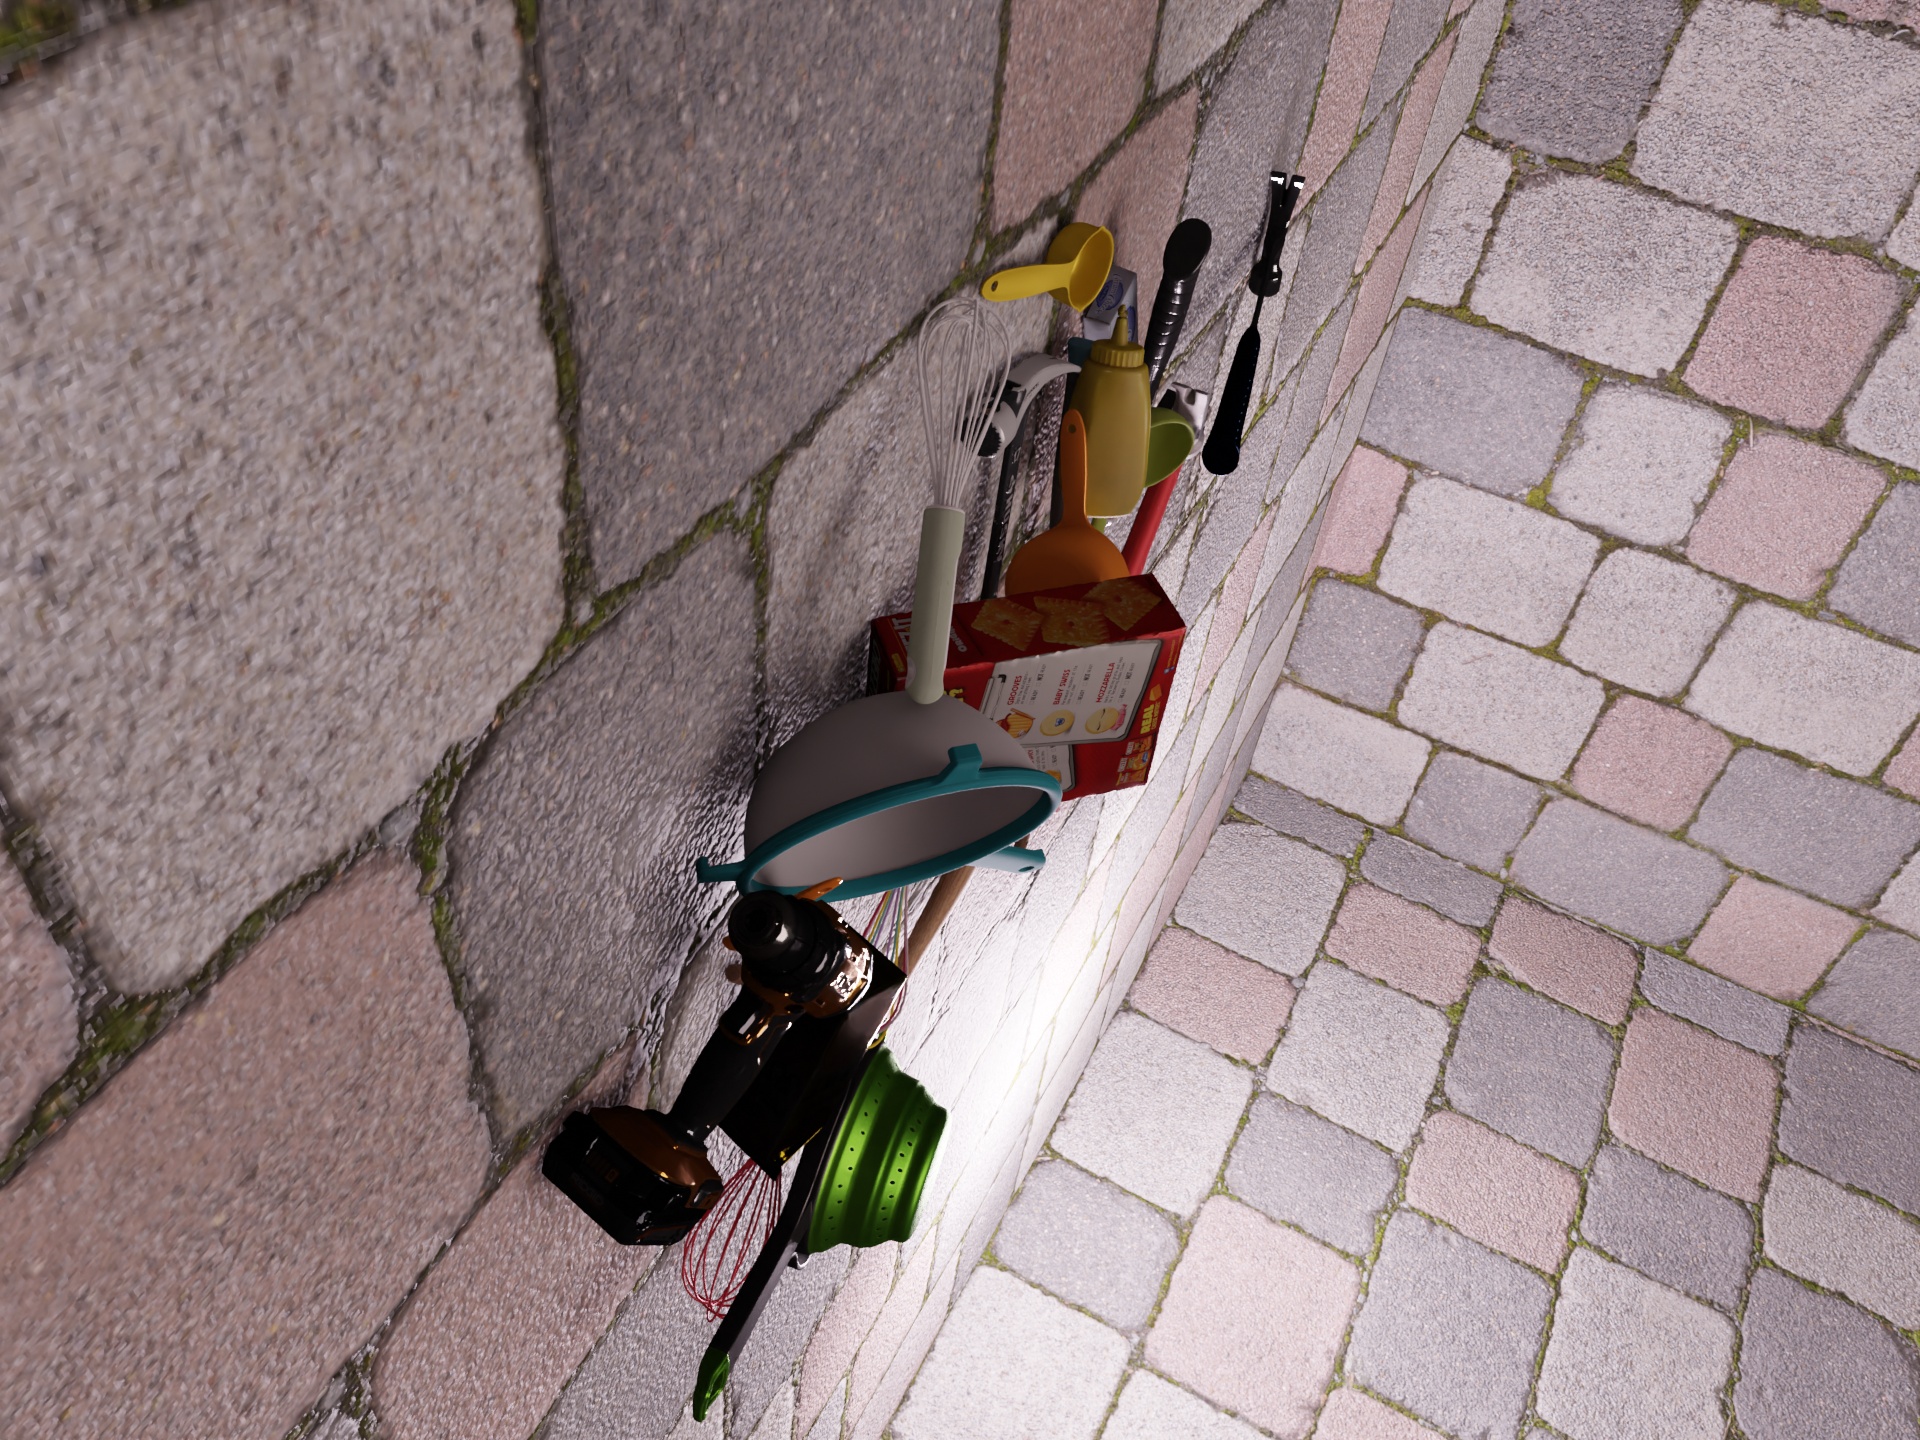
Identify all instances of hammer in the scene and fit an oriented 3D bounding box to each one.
[{"bbox_3d":[0.023,-0.100,1.240,0.149,0.036,0.408,-53,160,-43],"label":"hammer"},{"bbox_3d":[0.135,-0.105,1.389,0.143,0.038,0.386,51,61,-81],"label":"hammer"},{"bbox_3d":[0.163,-0.299,1.324,0.146,0.035,0.334,-62,173,-21],"label":"hammer"},{"bbox_3d":[0.085,-0.163,1.312,0.128,0.033,0.330,-53,156,-48],"label":"hammer"},{"bbox_3d":[0.281,-0.379,1.532,0.144,0.035,0.406,95,12,-47],"label":"hammer"},{"bbox_3d":[-0.025,0.182,1.504,0.331,0.031,0.130,-59,164,-26],"label":"hammer"}]

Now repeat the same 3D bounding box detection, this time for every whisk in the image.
[{"bbox_3d":[-0.050,0.140,1.259,0.051,0.047,0.245,-32,-140,60],"label":"whisk"},{"bbox_3d":[-0.008,-0.132,0.944,0.058,0.059,0.246,174,-77,-73],"label":"whisk"},{"bbox_3d":[-0.149,0.338,1.233,0.296,0.073,0.073,-68,165,12],"label":"whisk"}]

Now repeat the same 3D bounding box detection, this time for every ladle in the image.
[{"bbox_3d":[0.103,-0.108,1.272,0.078,0.062,0.320,40,70,-59],"label":"ladle"}]

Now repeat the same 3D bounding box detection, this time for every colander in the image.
[{"bbox_3d":[-0.088,0.387,1.218,0.397,0.094,0.204,-55,161,-62],"label":"colander"}]

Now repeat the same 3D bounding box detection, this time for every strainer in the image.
[{"bbox_3d":[-0.023,0.049,1.062,0.340,0.211,0.095,21,48,-64],"label":"strainer"}]

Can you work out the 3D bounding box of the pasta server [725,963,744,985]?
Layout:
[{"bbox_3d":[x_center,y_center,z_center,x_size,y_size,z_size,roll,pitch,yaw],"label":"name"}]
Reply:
[{"bbox_3d":[-0.114,0.208,1.230,0.060,0.040,0.316,-53,163,-2],"label":"pasta server"}]

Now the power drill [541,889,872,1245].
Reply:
[{"bbox_3d":[-0.148,0.202,0.961,0.226,0.084,0.185,-52,162,-10],"label":"power drill"}]

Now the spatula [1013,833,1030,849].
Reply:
[{"bbox_3d":[0.087,0.000,1.550,0.060,0.018,0.315,-41,148,-54],"label":"spatula"}]

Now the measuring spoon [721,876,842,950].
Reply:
[{"bbox_3d":[-0.115,0.127,1.029,0.117,0.011,0.021,-32,157,36],"label":"measuring spoon"}]

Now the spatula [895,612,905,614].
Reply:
[{"bbox_3d":[-0.002,-0.004,1.244,0.081,0.041,0.322,-43,149,-6],"label":"spatula"}]

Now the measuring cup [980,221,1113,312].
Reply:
[{"bbox_3d":[0.051,-0.303,1.069,0.156,0.029,0.062,-27,140,-48],"label":"measuring cup"}]

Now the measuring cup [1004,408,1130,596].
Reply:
[{"bbox_3d":[0.075,-0.139,1.171,0.052,0.095,0.173,-35,127,-58],"label":"measuring cup"}]
